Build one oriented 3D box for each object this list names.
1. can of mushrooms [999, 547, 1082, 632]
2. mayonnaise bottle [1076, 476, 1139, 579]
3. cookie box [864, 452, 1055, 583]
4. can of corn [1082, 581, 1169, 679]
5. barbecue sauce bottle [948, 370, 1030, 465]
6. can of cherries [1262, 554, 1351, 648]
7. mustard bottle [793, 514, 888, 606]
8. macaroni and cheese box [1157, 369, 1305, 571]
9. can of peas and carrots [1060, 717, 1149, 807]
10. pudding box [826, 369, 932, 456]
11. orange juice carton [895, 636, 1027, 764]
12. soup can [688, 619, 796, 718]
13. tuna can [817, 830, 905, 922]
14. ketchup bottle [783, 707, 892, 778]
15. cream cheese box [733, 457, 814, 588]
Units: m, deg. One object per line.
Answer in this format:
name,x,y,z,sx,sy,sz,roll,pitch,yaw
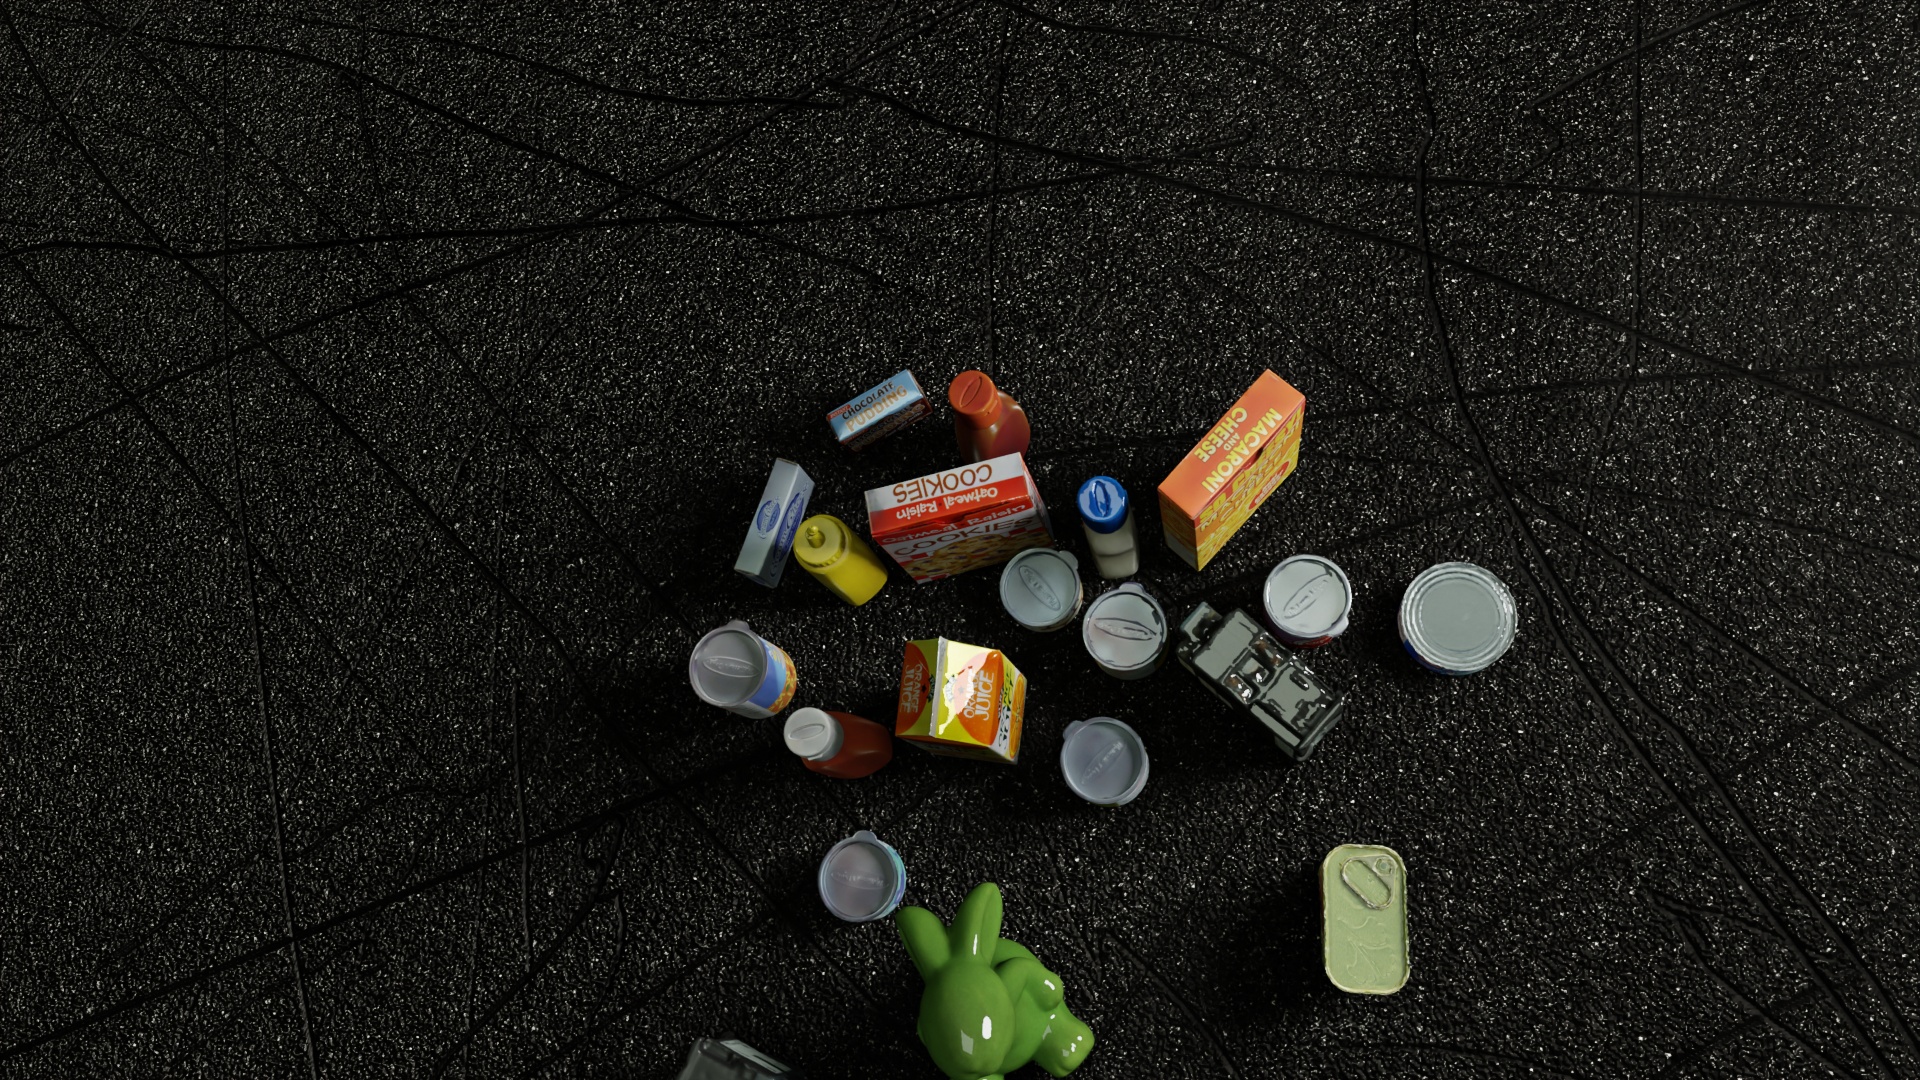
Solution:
can of mushrooms,0.069,0.040,1.149,0.071,0.033,0.071,-3,75,10
mayonnaise bottle,0.116,-0.014,1.095,0.041,0.148,0.065,-12,74,7
cookie box,0.004,-0.014,1.106,0.123,0.167,0.040,-15,74,7
can of corn,0.134,0.074,1.116,0.071,0.058,0.071,-3,75,10
barbecue sauce bottle,0.022,-0.096,1.134,0.044,0.148,0.065,31,83,16
can of cherries,0.273,0.051,1.096,0.071,0.058,0.071,-3,75,10
mustard bottle,-0.103,0.010,1.123,0.065,0.160,0.049,43,87,17
macaroni and cheese box,0.211,-0.050,1.077,0.040,0.166,0.124,42,86,17
can of peas and carrots,0.112,0.174,1.093,0.071,0.058,0.071,-3,75,10
pudding box,-0.070,-0.111,1.207,0.084,0.049,0.030,-29,73,2
orange juice carton,0.000,0.123,1.057,0.073,0.192,0.072,5,77,12
soup can,-0.178,0.108,1.151,0.071,0.083,0.071,-3,75,10
tuna can,-0.078,0.270,1.116,0.071,0.032,0.071,-3,75,10
ketchup bottle,-0.099,0.159,1.089,0.065,0.148,0.043,-16,74,6
cream cheese box,-0.159,-0.014,1.195,0.024,0.053,0.104,17,79,14
